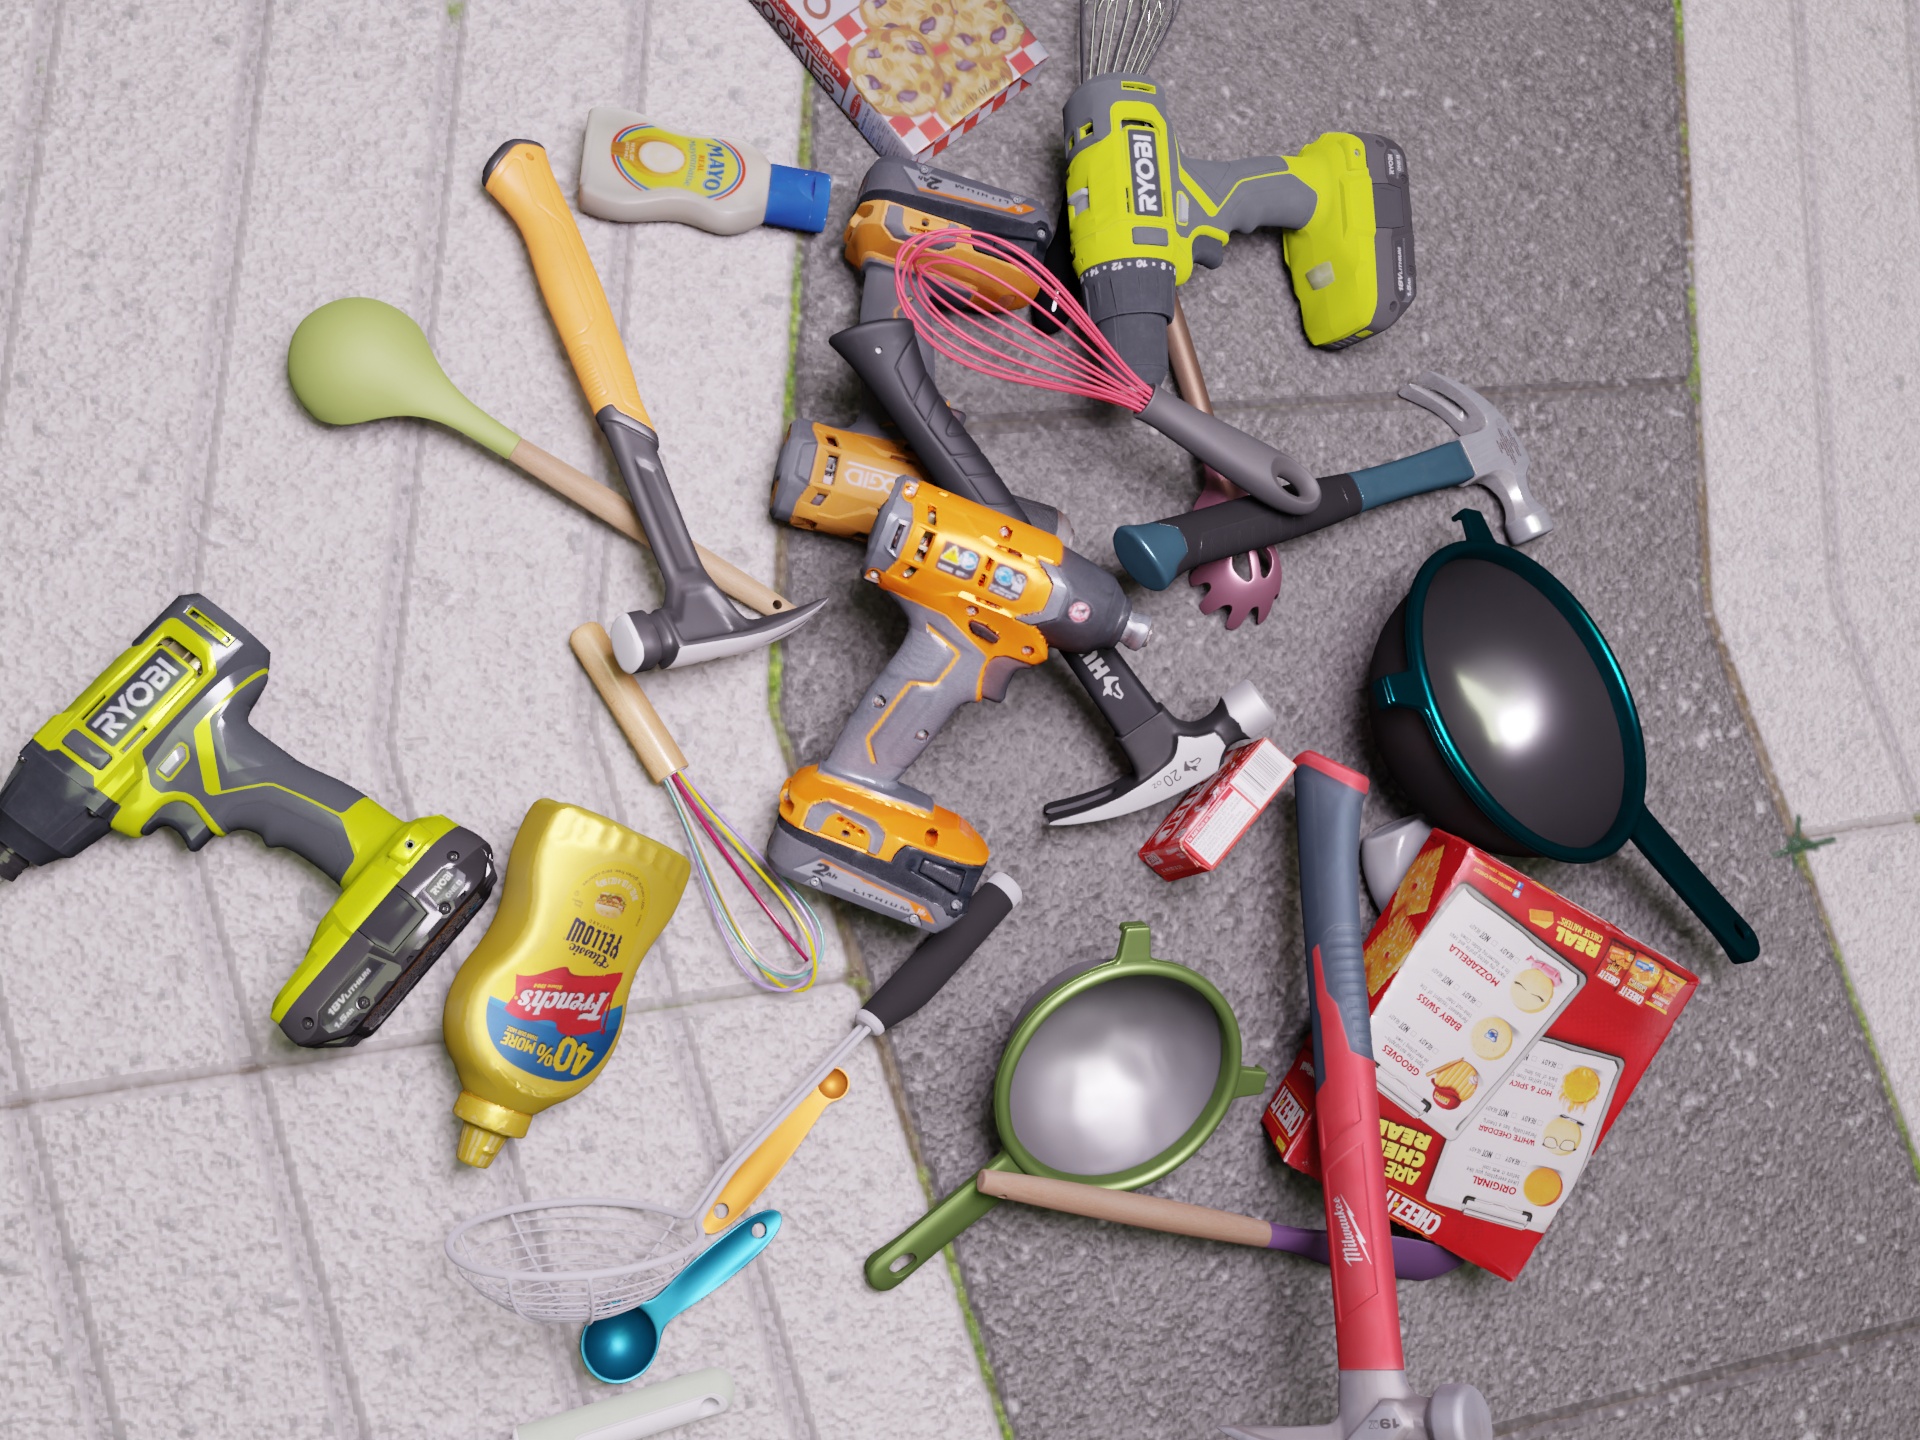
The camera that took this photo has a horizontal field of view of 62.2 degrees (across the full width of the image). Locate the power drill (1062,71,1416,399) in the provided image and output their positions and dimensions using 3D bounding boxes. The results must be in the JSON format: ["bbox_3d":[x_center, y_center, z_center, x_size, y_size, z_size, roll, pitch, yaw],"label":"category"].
[{"bbox_3d":[0.173,-0.297,1.008,0.228,0.080,0.190,-3,88,-25],"label":"power drill"}]

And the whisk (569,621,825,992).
[{"bbox_3d":[-0.149,0.047,0.906,0.051,0.047,0.245,-31,86,-20],"label":"whisk"}]

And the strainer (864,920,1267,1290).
[{"bbox_3d":[0.041,0.227,0.919,0.256,0.069,0.151,-40,116,0],"label":"strainer"}]

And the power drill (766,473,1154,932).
[{"bbox_3d":[-0.001,-0.003,0.886,0.164,0.084,0.226,21,101,-5],"label":"power drill"}]

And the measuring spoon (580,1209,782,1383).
[{"bbox_3d":[-0.152,0.312,0.876,0.128,0.021,0.042,-34,92,-26],"label":"measuring spoon"}]

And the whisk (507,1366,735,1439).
[{"bbox_3d":[-0.237,0.382,0.824,0.246,0.059,0.057,-10,122,-20],"label":"whisk"}]

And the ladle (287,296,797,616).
[{"bbox_3d":[-0.236,-0.140,0.923,0.320,0.062,0.078,31,73,-14],"label":"ladle"}]

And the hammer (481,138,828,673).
[{"bbox_3d":[-0.193,-0.190,0.920,0.127,0.034,0.337,-15,76,-38],"label":"hammer"}]

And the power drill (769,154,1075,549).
[{"bbox_3d":[-0.004,-0.206,0.969,0.185,0.084,0.226,14,82,-12],"label":"power drill"}]

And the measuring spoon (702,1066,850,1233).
[{"bbox_3d":[-0.105,0.243,0.901,0.021,0.011,0.117,41,77,5],"label":"measuring spoon"}]

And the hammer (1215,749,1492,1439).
[{"bbox_3d":[0.202,0.204,0.894,0.038,0.143,0.387,25,56,-44],"label":"hammer"}]

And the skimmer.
[{"bbox_3d":[-0.107,0.186,0.866,0.363,0.127,0.090,-42,111,-25],"label":"skimmer"}]

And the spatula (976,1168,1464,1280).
[{"bbox_3d":[0.156,0.292,0.920,0.315,0.059,0.018,16,50,-18],"label":"spatula"}]

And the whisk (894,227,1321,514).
[{"bbox_3d":[0.092,-0.197,0.926,0.295,0.073,0.073,27,75,-17],"label":"whisk"}]

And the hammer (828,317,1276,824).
[{"bbox_3d":[0.033,-0.089,0.920,0.146,0.035,0.334,-35,103,8],"label":"hammer"}]

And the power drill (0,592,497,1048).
[{"bbox_3d":[-0.374,0.064,0.830,0.223,0.080,0.171,38,73,-1],"label":"power drill"}]

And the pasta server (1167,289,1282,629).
[{"bbox_3d":[0.148,-0.215,1.037,0.060,0.040,0.316,-13,80,-16],"label":"pasta server"}]

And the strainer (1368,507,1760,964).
[{"bbox_3d":[0.369,0.044,1.011,0.340,0.095,0.211,45,50,-12],"label":"strainer"}]

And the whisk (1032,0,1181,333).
[{"bbox_3d":[0.089,-0.384,1.039,0.070,0.070,0.285,15,82,-11],"label":"whisk"}]

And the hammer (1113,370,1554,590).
[{"bbox_3d":[0.239,-0.140,1.014,0.331,0.033,0.128,-18,82,-28],"label":"hammer"}]
